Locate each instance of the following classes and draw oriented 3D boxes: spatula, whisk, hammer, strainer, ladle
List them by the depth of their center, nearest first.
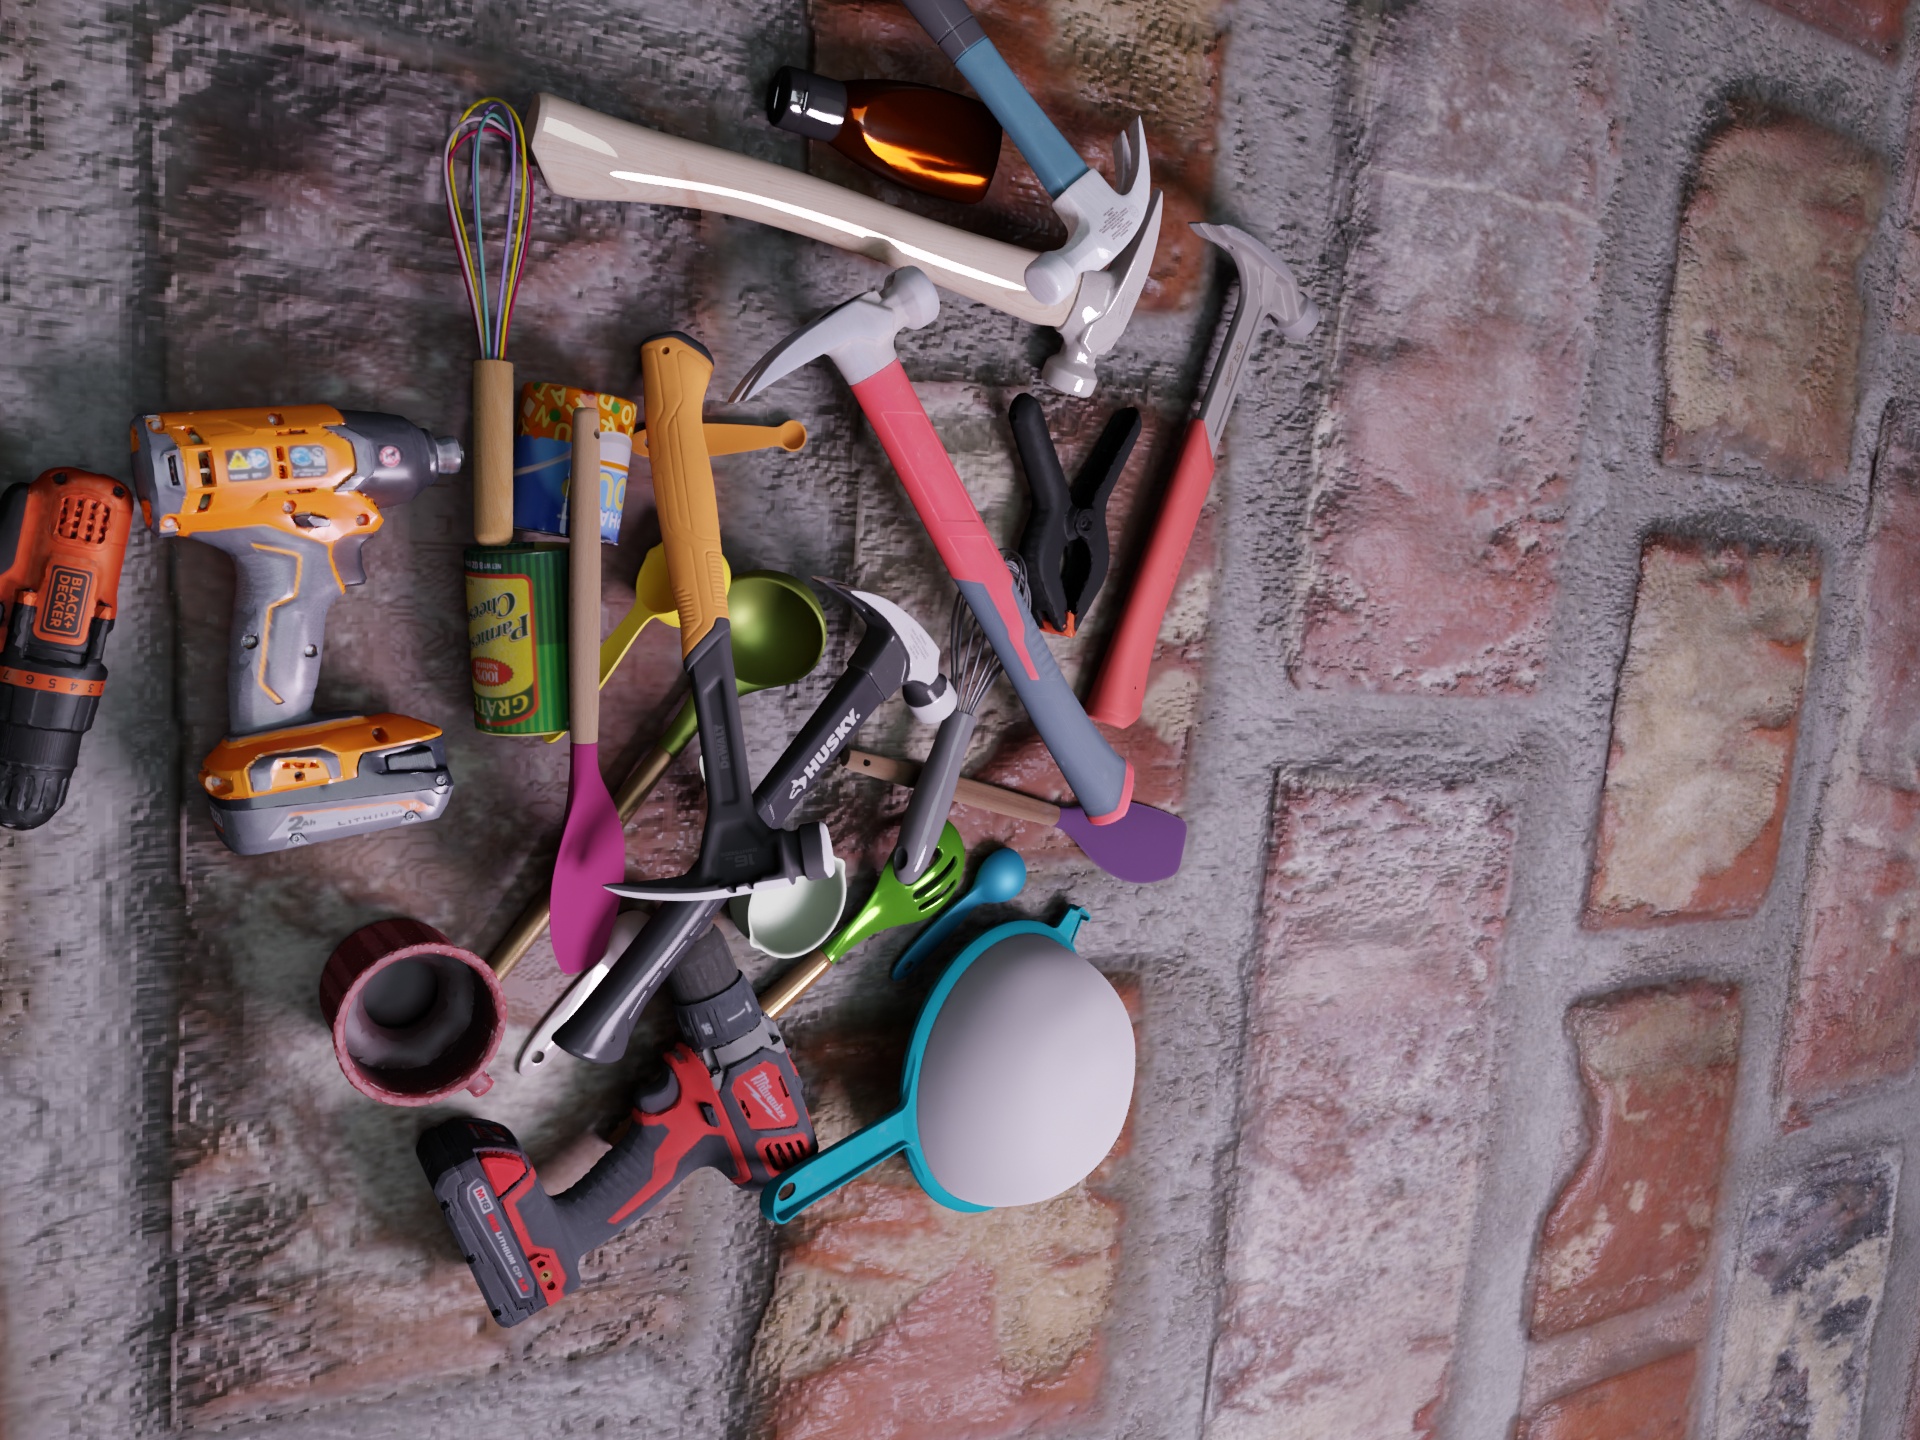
[{"bbox_3d":[-0.261,-0.219,0.879,0.047,0.051,0.245,0,92,-4],"label":"whisk"},{"bbox_3d":[-0.157,-0.065,0.918,0.127,0.034,0.337,-9,78,0],"label":"hammer"},{"bbox_3d":[-0.128,0.062,0.955,0.335,0.035,0.146,-53,141,-19],"label":"hammer"},{"bbox_3d":[-0.003,-0.418,0.964,0.128,0.033,0.331,-43,100,-24],"label":"hammer"},{"bbox_3d":[-0.195,0.040,0.974,0.078,0.062,0.320,39,80,-14],"label":"ladle"},{"bbox_3d":[-0.059,-0.314,0.977,0.410,0.038,0.146,8,117,-31],"label":"hammer"},{"bbox_3d":[0.003,-0.083,1.021,0.143,0.038,0.386,-37,112,-18],"label":"hammer"},{"bbox_3d":[0.019,0.265,1.068,0.340,0.095,0.211,-18,109,-47],"label":"strainer"},{"bbox_3d":[-0.003,-0.004,1.078,0.055,0.055,0.239,23,82,-33],"label":"whisk"},{"bbox_3d":[0.048,0.066,1.150,0.315,0.018,0.060,18,82,-34],"label":"spatula"},{"bbox_3d":[0.159,-0.170,1.154,0.149,0.037,0.359,20,90,-47],"label":"hammer"}]

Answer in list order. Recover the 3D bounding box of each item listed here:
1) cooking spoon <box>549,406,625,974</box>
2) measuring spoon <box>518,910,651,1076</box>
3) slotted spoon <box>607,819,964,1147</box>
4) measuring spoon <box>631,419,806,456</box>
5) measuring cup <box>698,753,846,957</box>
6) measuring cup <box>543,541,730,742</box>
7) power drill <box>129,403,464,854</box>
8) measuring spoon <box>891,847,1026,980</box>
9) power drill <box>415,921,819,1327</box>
[{"bbox_3d":[-0.211,-0.013,0.891,0.068,0.017,0.319,-18,113,-65],"label":"cooking spoon"},{"bbox_3d":[-0.232,0.173,0.995,0.034,0.018,0.124,45,76,-30],"label":"measuring spoon"},{"bbox_3d":[-0.109,0.178,1.068,0.314,0.031,0.070,-40,127,-18],"label":"slotted spoon"},{"bbox_3d":[-0.151,-0.175,0.990,0.117,0.011,0.021,-8,103,-27],"label":"measuring spoon"},{"bbox_3d":[-0.133,0.079,1.017,0.083,0.038,0.167,-42,125,-23],"label":"measuring cup"},{"bbox_3d":[-0.197,-0.045,0.967,0.156,0.062,0.029,-52,142,0],"label":"measuring cup"},{"bbox_3d":[-0.338,-0.055,0.854,0.164,0.084,0.226,-12,101,-32],"label":"power drill"},{"bbox_3d":[0.002,0.143,1.129,0.128,0.021,0.042,-43,136,-16],"label":"measuring spoon"},{"bbox_3d":[-0.211,0.238,0.974,0.226,0.080,0.187,-25,105,-23],"label":"power drill"}]
